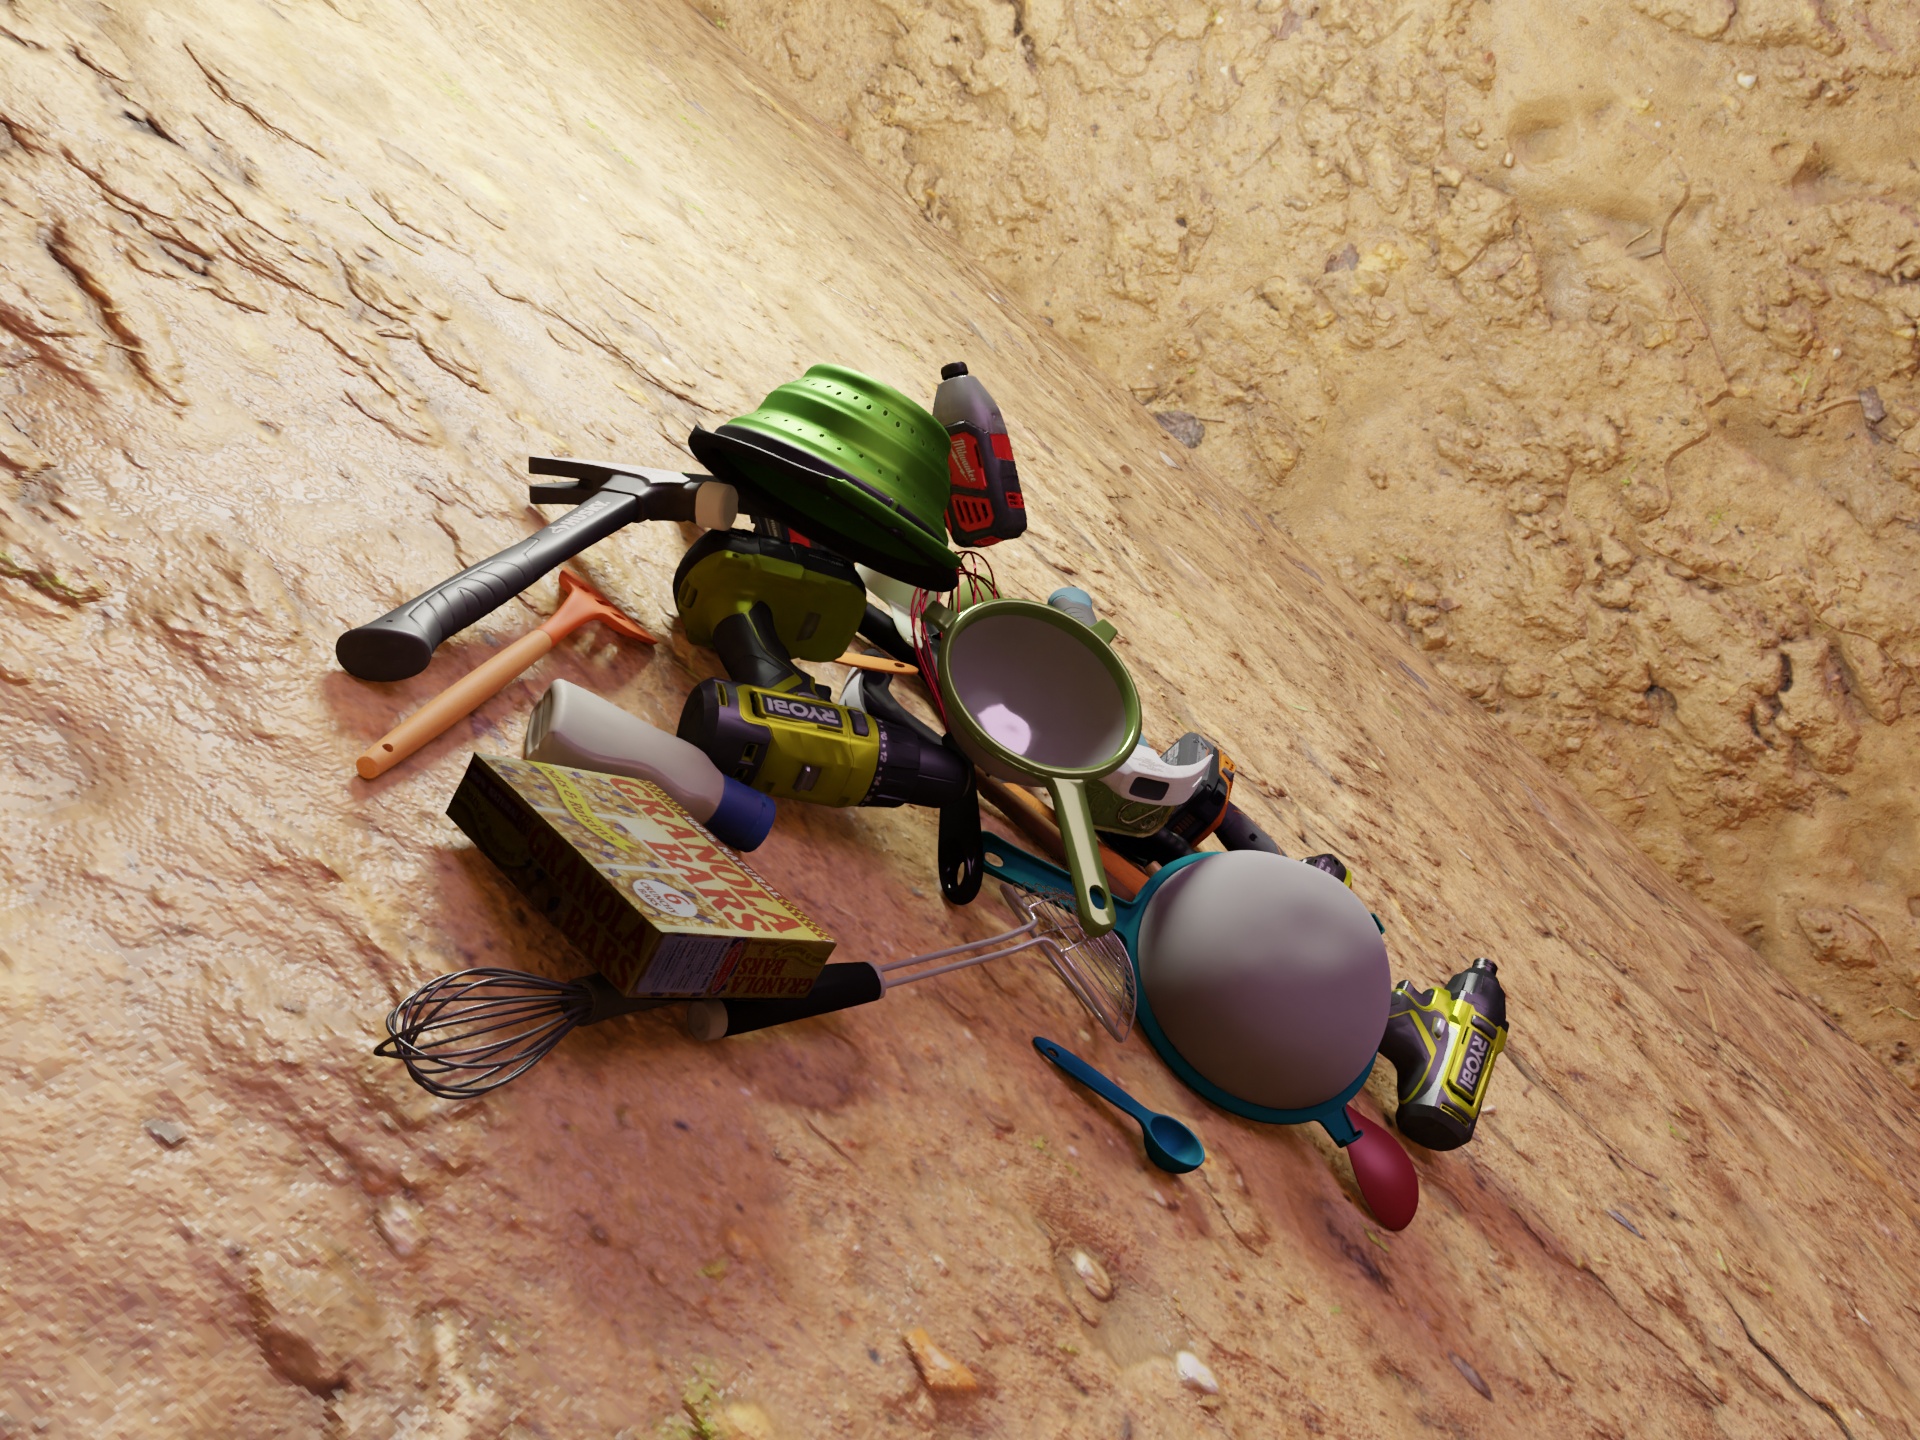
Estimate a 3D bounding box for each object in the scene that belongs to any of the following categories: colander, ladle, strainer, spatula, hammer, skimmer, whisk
[{"bbox_3d":[-0.114,-0.189,1.143,0.204,0.094,0.397,31,-6,-31],"label":"colander"},{"bbox_3d":[0.235,0.231,1.165,0.315,0.031,0.069,53,34,11],"label":"ladle"},{"bbox_3d":[0.087,-0.037,1.395,0.319,0.062,0.078,33,21,-50],"label":"ladle"},{"bbox_3d":[0.171,0.142,1.115,0.340,0.095,0.211,26,51,-9],"label":"strainer"},{"bbox_3d":[-0.261,-0.031,0.931,0.081,0.041,0.323,39,26,-4],"label":"spatula"},{"bbox_3d":[0.114,-0.029,1.276,0.128,0.033,0.331,17,25,-15],"label":"hammer"},{"bbox_3d":[0.049,0.070,1.221,0.336,0.034,0.127,36,21,-12],"label":"hammer"},{"bbox_3d":[-0.021,0.163,0.940,0.363,0.090,0.127,-5,46,-47],"label":"skimmer"},{"bbox_3d":[-0.002,-0.004,1.144,0.073,0.073,0.296,24,50,-35],"label":"whisk"},{"bbox_3d":[-0.173,0.128,0.736,0.055,0.055,0.239,47,19,17],"label":"whisk"},{"bbox_3d":[0.054,0.037,1.064,0.151,0.069,0.257,4,55,-25],"label":"strainer"},{"bbox_3d":[-0.270,-0.100,0.978,0.146,0.035,0.335,12,27,13],"label":"hammer"}]

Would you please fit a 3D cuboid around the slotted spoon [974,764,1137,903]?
[{"bbox_3d":[0.121,0.134,1.184,0.313,0.031,0.070,41,26,-12],"label":"slotted spoon"}]

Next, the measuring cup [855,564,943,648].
[{"bbox_3d":[-0.041,-0.104,1.312,0.083,0.038,0.168,27,17,-21],"label":"measuring cup"}]

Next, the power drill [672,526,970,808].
[{"bbox_3d":[-0.101,-0.027,1.072,0.190,0.080,0.229,12,33,-26],"label":"power drill"}]

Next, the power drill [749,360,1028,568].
[{"bbox_3d":[-0.059,-0.190,1.262,0.078,0.220,0.143,-12,89,-63],"label":"power drill"}]

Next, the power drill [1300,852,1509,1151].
[{"bbox_3d":[0.340,0.216,1.288,0.223,0.080,0.171,37,56,-6],"label":"power drill"}]

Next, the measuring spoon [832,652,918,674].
[{"bbox_3d":[-0.088,-0.051,1.193,0.117,0.011,0.021,11,25,-2],"label":"measuring spoon"}]

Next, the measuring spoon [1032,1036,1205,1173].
[{"bbox_3d":[0.095,0.243,0.999,0.129,0.021,0.042,35,21,10],"label":"measuring spoon"}]

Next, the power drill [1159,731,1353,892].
[{"bbox_3d":[0.259,0.127,1.398,0.226,0.084,0.164,41,23,-8],"label":"power drill"}]
